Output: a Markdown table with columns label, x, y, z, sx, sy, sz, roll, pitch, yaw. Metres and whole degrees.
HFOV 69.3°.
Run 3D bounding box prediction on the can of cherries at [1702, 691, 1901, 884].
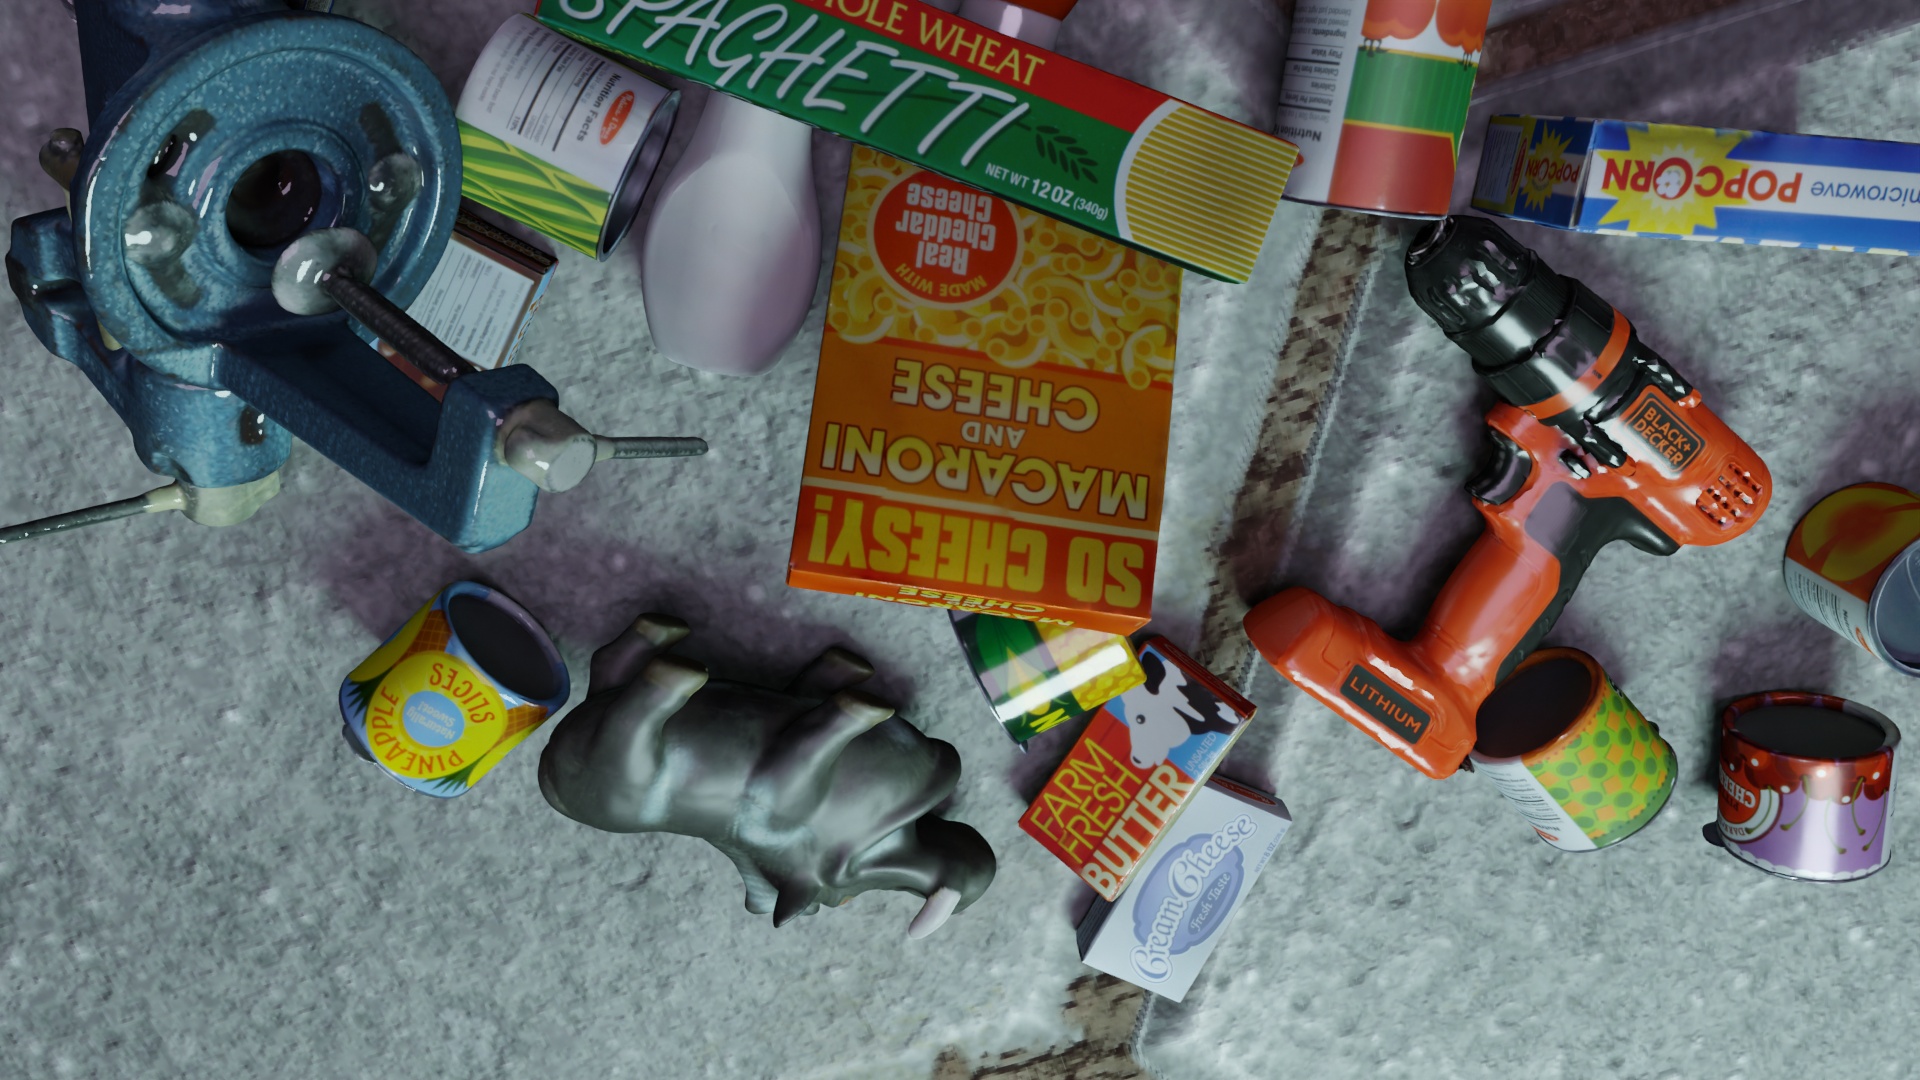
| label | x | y | z | sx | sy | sz | roll | pitch | yaw |
| --- | --- | --- | --- | --- | --- | --- | --- | --- | --- |
| can of cherries | 0.360 | 0.104 | 0.596 | 0.071 | 0.072 | 0.058 | -8 | 110 | 0 |

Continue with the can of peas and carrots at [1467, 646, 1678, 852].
| label | x | y | z | sx | sy | sz | roll | pitch | yaw |
| --- | --- | --- | --- | --- | --- | --- | --- | --- | --- |
| can of peas and carrots | 0.256 | 0.085 | 0.584 | 0.071 | 0.071 | 0.058 | -42 | 106 | 11 |

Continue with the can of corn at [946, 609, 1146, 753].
| label | x | y | z | sx | sy | sz | roll | pitch | yaw |
| --- | --- | --- | --- | --- | --- | --- | --- | --- | --- |
| can of corn | 0.036 | 0.041 | 0.554 | 0.058 | 0.071 | 0.071 | -27 | 109 | 6 |

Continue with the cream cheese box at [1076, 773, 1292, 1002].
| label | x | y | z | sx | sy | sz | roll | pitch | yaw |
| --- | --- | --- | --- | --- | --- | --- | --- | --- | --- |
| cream cheese box | 0.098 | 0.152 | 0.619 | 0.053 | 0.024 | 0.103 | 24 | 106 | -10 |

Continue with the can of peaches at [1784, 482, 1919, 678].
| label | x | y | z | sx | sy | sz | roll | pitch | yaw |
| --- | --- | --- | --- | --- | --- | --- | --- | --- | --- |
| can of peaches | 0.389 | 0.014 | 0.570 | 0.071 | 0.058 | 0.071 | -1 | 109 | -3 |

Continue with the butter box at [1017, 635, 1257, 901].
| label | x | y | z | sx | sy | sz | roll | pitch | yaw |
| --- | --- | --- | --- | --- | --- | --- | --- | --- | --- |
| butter box | 0.074 | 0.096 | 0.587 | 0.053 | 0.024 | 0.103 | 38 | 105 | 19 |

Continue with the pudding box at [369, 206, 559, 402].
| label | x | y | z | sx | sy | sz | roll | pitch | yaw |
| --- | --- | --- | --- | --- | --- | --- | --- | --- | --- |
| pudding box | -0.191 | -0.078 | 0.519 | 0.049 | 0.030 | 0.083 | 27 | 106 | -13 |

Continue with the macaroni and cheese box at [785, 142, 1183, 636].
| label | x | y | z | sx | sy | sz | roll | pitch | yaw |
| --- | --- | --- | --- | --- | --- | --- | --- | --- | --- |
| macaroni and cheese box | 0.012 | -0.057 | 0.490 | 0.124 | 0.040 | 0.167 | 9 | 75 | -6 |

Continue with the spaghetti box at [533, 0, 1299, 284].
| label | x | y | z | sx | sy | sz | roll | pitch | yaw |
| --- | --- | --- | --- | --- | --- | --- | --- | --- | --- |
| spaghetti box | -0.013 | -0.149 | 0.458 | 0.250 | 0.029 | 0.050 | 19 | 100 | -7 |

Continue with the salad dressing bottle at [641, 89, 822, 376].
| label | x | y | z | sx | sy | sz | roll | pitch | yaw |
| --- | --- | --- | --- | --- | --- | --- | --- | --- | --- |
| salad dressing bottle | -0.075 | -0.135 | 0.499 | 0.064 | 0.044 | 0.147 | 13 | 106 | -6 |

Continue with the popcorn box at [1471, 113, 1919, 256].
| label | x | y | z | sx | sy | sz | roll | pitch | yaw |
| --- | --- | --- | --- | --- | --- | --- | --- | --- | --- |
| popcorn box | 0.264 | -0.129 | 0.498 | 0.127 | 0.085 | 0.038 | 3 | 108 | -4 |

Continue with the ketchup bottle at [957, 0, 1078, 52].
| label | x | y | z | sx | sy | sz | roll | pitch | yaw |
| --- | --- | --- | --- | --- | --- | --- | --- | --- | --- |
| ketchup bottle | 0.029 | -0.220 | 0.475 | 0.065 | 0.044 | 0.148 | 15 | 108 | -8 |

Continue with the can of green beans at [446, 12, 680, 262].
| label | x | y | z | sx | sy | sz | roll | pitch | yaw |
| --- | --- | --- | --- | --- | --- | --- | --- | --- | --- |
| can of green beans | -0.138 | -0.139 | 0.481 | 0.058 | 0.071 | 0.071 | 25 | 106 | -10 |

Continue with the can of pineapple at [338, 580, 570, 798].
| label | x | y | z | sx | sy | sz | roll | pitch | yaw |
| --- | --- | --- | --- | --- | --- | --- | --- | --- | --- |
| can of pineapple | -0.198 | 0.059 | 0.545 | 0.058 | 0.071 | 0.071 | -41 | 107 | 10 |

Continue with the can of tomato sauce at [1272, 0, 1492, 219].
| label | x | y | z | sx | sy | sz | roll | pitch | yaw |
| --- | --- | --- | --- | --- | --- | --- | --- | --- | --- |
| can of tomato sauce | 0.149 | -0.160 | 0.492 | 0.071 | 0.071 | 0.082 | 5 | 108 | -5 |
